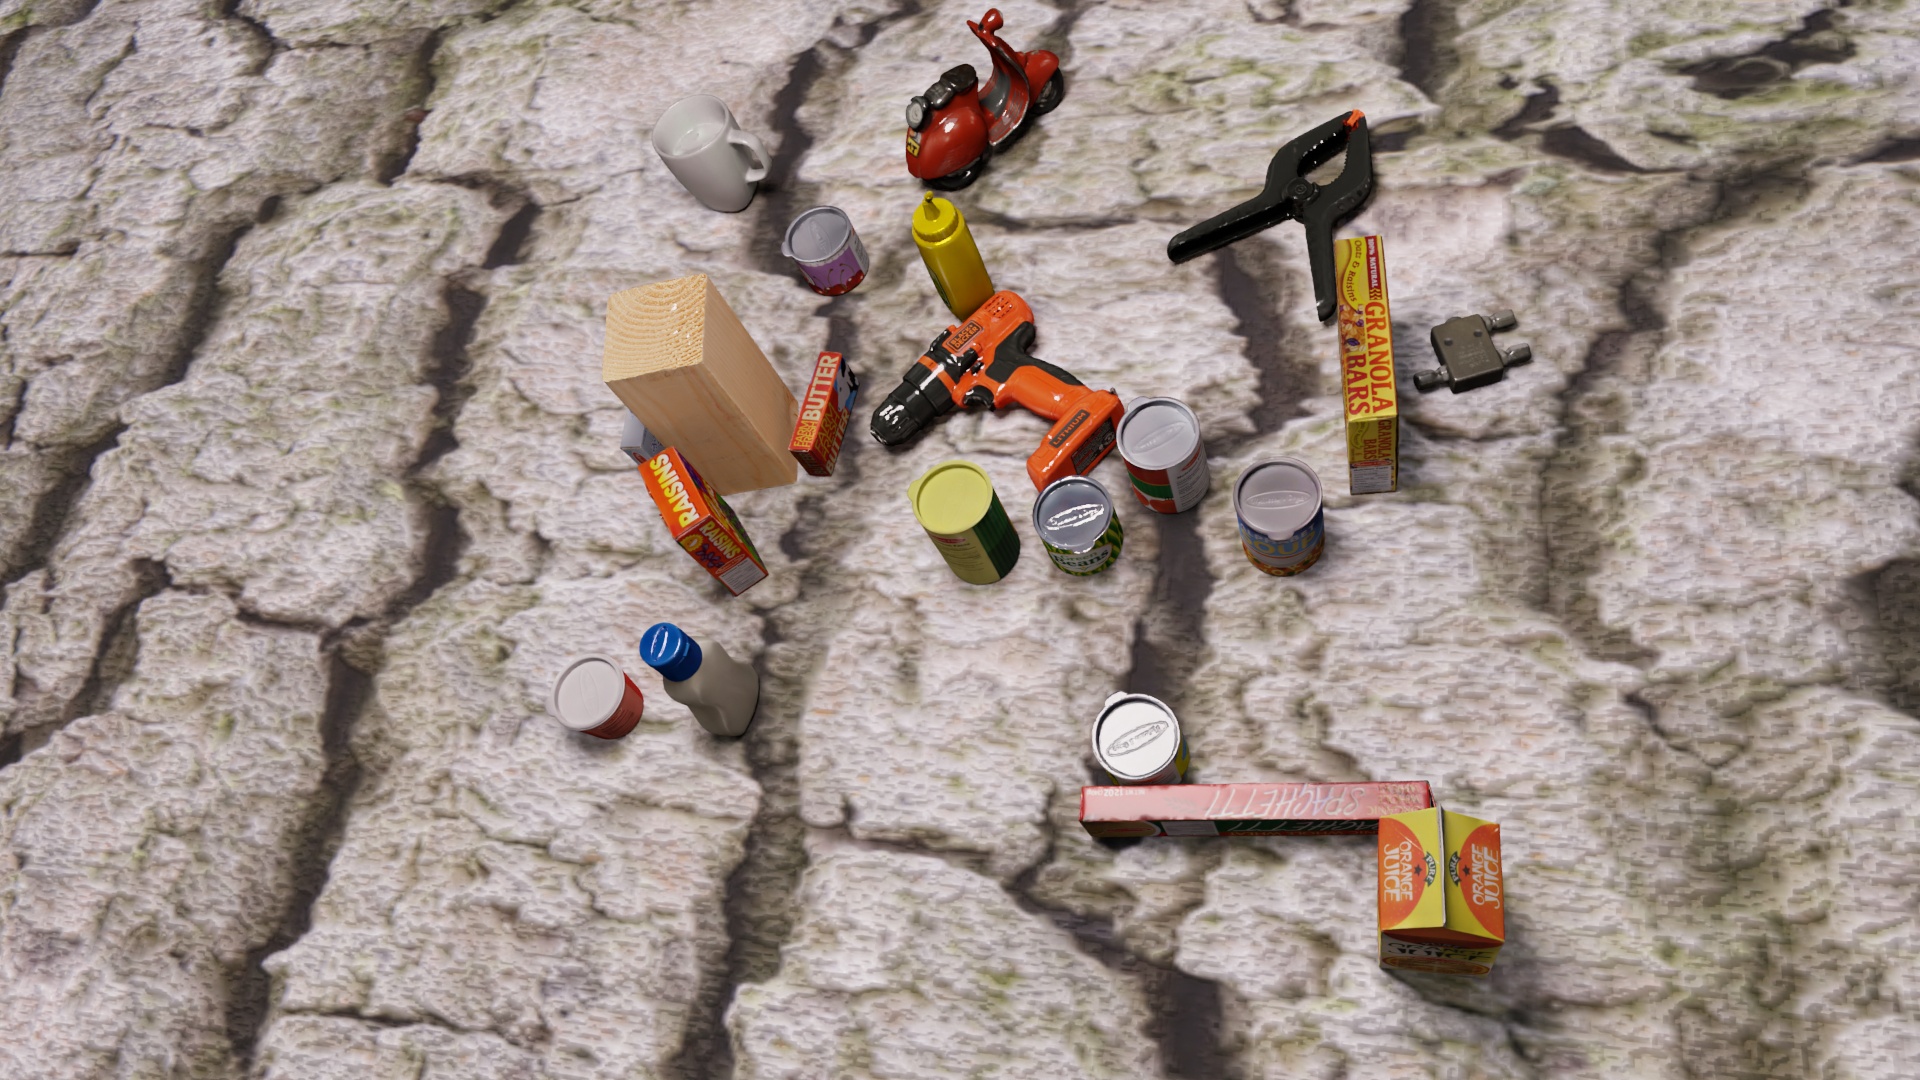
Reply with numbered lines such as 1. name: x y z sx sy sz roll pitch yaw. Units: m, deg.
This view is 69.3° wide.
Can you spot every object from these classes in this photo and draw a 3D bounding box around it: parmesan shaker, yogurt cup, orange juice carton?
1. parmesan shaker: 0.004 -0.014 1.141 0.071 0.102 0.071 -7 63 14
2. yogurt cup: -0.307 0.137 1.186 0.072 0.053 0.072 -7 63 13
3. orange juice carton: 0.303 0.225 0.883 0.073 0.192 0.072 0 65 17

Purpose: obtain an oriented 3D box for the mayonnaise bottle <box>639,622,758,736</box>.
1. mayonnaise bottle: -0.209 0.108 1.117 0.041 0.147 0.065 4 66 18

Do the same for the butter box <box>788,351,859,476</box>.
1. butter box: -0.122 -0.114 1.256 0.024 0.053 0.104 7 67 20

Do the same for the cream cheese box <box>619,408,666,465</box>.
1. cream cheese box: -0.290 -0.119 1.308 0.024 0.053 0.104 -3 64 15

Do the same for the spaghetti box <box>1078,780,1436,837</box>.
1. spaghetti box: 0.213 0.196 1.006 0.250 0.050 0.029 -4 64 15

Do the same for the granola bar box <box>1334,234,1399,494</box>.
1. granola bar box: 0.321 -0.137 1.096 0.039 0.124 0.166 -4 64 15

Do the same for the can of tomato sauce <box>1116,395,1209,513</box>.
1. can of tomato sauce: 0.165 -0.069 1.132 0.071 0.083 0.071 -7 63 13

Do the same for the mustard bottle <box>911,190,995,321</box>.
1. mustard bottle: -0.012 -0.259 1.234 0.049 0.159 0.065 -30 60 1

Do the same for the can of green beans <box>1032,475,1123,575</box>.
1. can of green beans: 0.097 -0.011 1.138 0.071 0.057 0.071 -7 63 13

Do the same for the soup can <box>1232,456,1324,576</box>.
1. soup can: 0.249 -0.015 1.080 0.071 0.083 0.071 -7 63 13

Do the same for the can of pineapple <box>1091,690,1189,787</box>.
1. can of pineapple: 0.136 0.154 1.045 0.071 0.057 0.071 -7 63 13

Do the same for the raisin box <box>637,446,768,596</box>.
1. raisin box: -0.221 -0.015 1.196 0.040 0.123 0.086 -33 60 0

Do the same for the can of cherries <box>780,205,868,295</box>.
1. can of cherries: -0.130 -0.277 1.336 0.071 0.058 0.072 -7 63 13
